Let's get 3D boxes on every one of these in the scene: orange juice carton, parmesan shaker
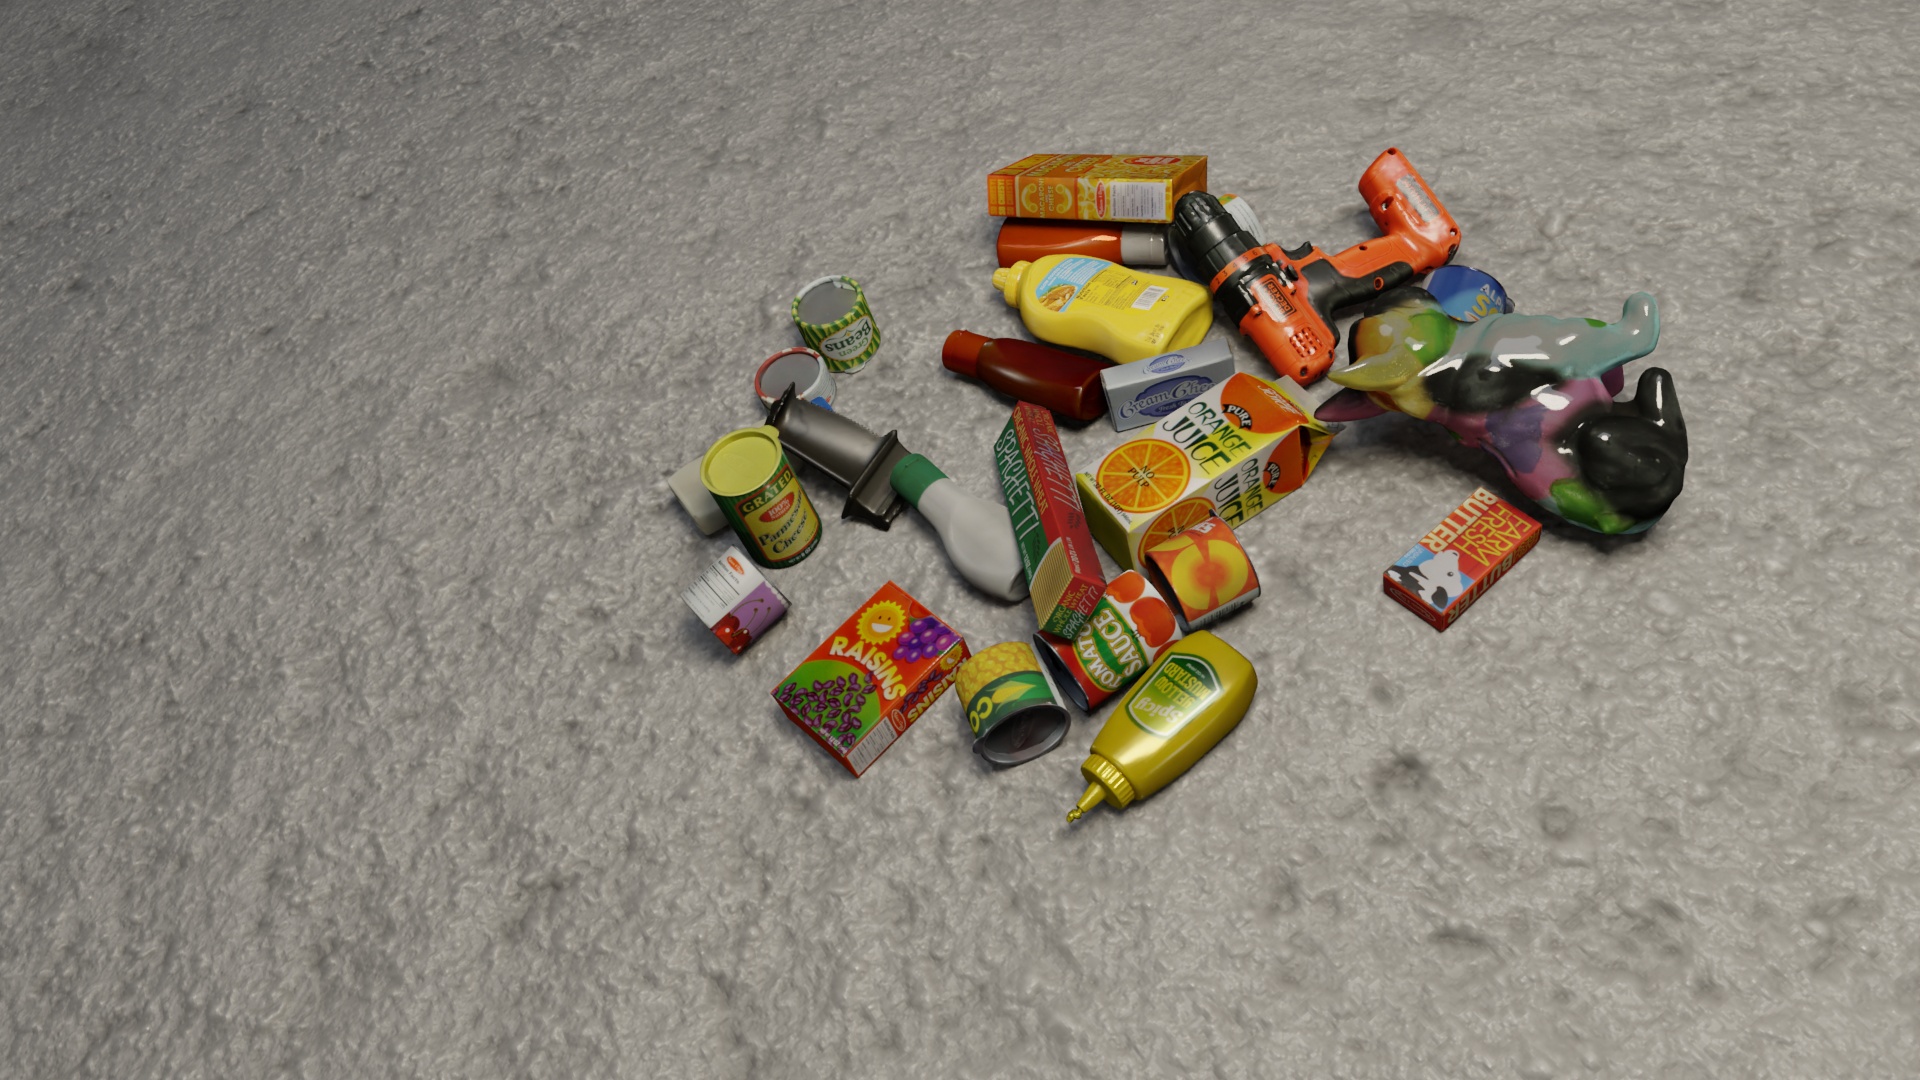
[{"bbox_3d":[0.188,-0.056,1.033,0.193,0.072,0.072,-32,52,-8],"label":"orange juice carton"},{"bbox_3d":[-0.154,-0.034,1.101,0.071,0.102,0.071,-8,53,12],"label":"parmesan shaker"}]

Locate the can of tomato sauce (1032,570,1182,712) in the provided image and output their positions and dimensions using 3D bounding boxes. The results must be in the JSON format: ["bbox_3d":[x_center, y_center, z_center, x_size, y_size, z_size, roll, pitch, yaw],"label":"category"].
[{"bbox_3d":[0.103,0.069,0.967,0.083,0.071,0.071,-34,52,-9],"label":"can of tomato sauce"}]

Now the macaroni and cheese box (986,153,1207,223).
[{"bbox_3d":[0.123,-0.314,1.232,0.166,0.040,0.124,7,26,22],"label":"macaroni and cheese box"}]

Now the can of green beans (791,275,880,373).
[{"bbox_3d":[-0.110,-0.193,1.236,0.071,0.057,0.071,-8,53,11],"label":"can of green beans"}]

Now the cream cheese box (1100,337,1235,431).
[{"bbox_3d":[0.167,-0.123,1.101,0.104,0.053,0.024,-14,50,7],"label":"cream cheese box"}]

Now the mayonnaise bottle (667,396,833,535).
[{"bbox_3d":[-0.170,-0.068,1.172,0.148,0.041,0.065,-34,53,-11],"label":"mayonnaise bottle"}]

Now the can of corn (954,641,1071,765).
[{"bbox_3d":[0.033,0.112,0.957,0.071,0.071,0.058,-24,50,-1],"label":"can of corn"}]

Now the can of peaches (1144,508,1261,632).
[{"bbox_3d":[0.169,0.022,0.983,0.058,0.071,0.071,-28,51,-3],"label":"can of peaches"}]

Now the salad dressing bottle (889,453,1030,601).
[{"bbox_3d":[0.004,-0.013,1.068,0.064,0.043,0.148,-35,56,-19],"label":"salad dressing bottle"}]

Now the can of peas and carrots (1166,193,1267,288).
[{"bbox_3d":[0.216,-0.251,1.176,0.059,0.070,0.071,-32,52,-8],"label":"can of peas and carrots"}]

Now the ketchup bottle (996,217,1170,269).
[{"bbox_3d":[0.110,-0.264,1.229,0.149,0.043,0.065,5,44,20],"label":"ketchup bottle"}]

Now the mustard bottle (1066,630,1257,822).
[{"bbox_3d":[0.128,0.131,0.926,0.161,0.048,0.065,-43,53,-16],"label":"mustard bottle"}]

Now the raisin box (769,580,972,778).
[{"bbox_3d":[-0.064,0.099,1.015,0.124,0.040,0.086,-43,53,-17],"label":"raisin box"}]

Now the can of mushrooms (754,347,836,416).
[{"bbox_3d":[-0.147,-0.136,1.220,0.071,0.033,0.071,-8,53,11],"label":"can of mushrooms"}]

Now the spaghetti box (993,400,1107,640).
[{"bbox_3d":[0.061,-0.023,1.015,0.029,0.050,0.251,19,29,-19],"label":"spaghetti box"}]

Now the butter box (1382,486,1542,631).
[{"bbox_3d":[0.348,0.012,0.964,0.104,0.024,0.053,-39,52,-13],"label":"butter box"}]

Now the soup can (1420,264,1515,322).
[{"bbox_3d":[0.373,-0.156,1.055,0.071,0.071,0.084,16,61,27],"label":"soup can"}]

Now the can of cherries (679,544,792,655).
[{"bbox_3d":[-0.172,0.047,1.070,0.058,0.071,0.071,-44,54,-9],"label":"can of cherries"}]

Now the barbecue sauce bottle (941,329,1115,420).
[{"bbox_3d":[0.053,-0.141,1.153,0.149,0.043,0.065,21,35,31],"label":"barbecue sauce bottle"}]
